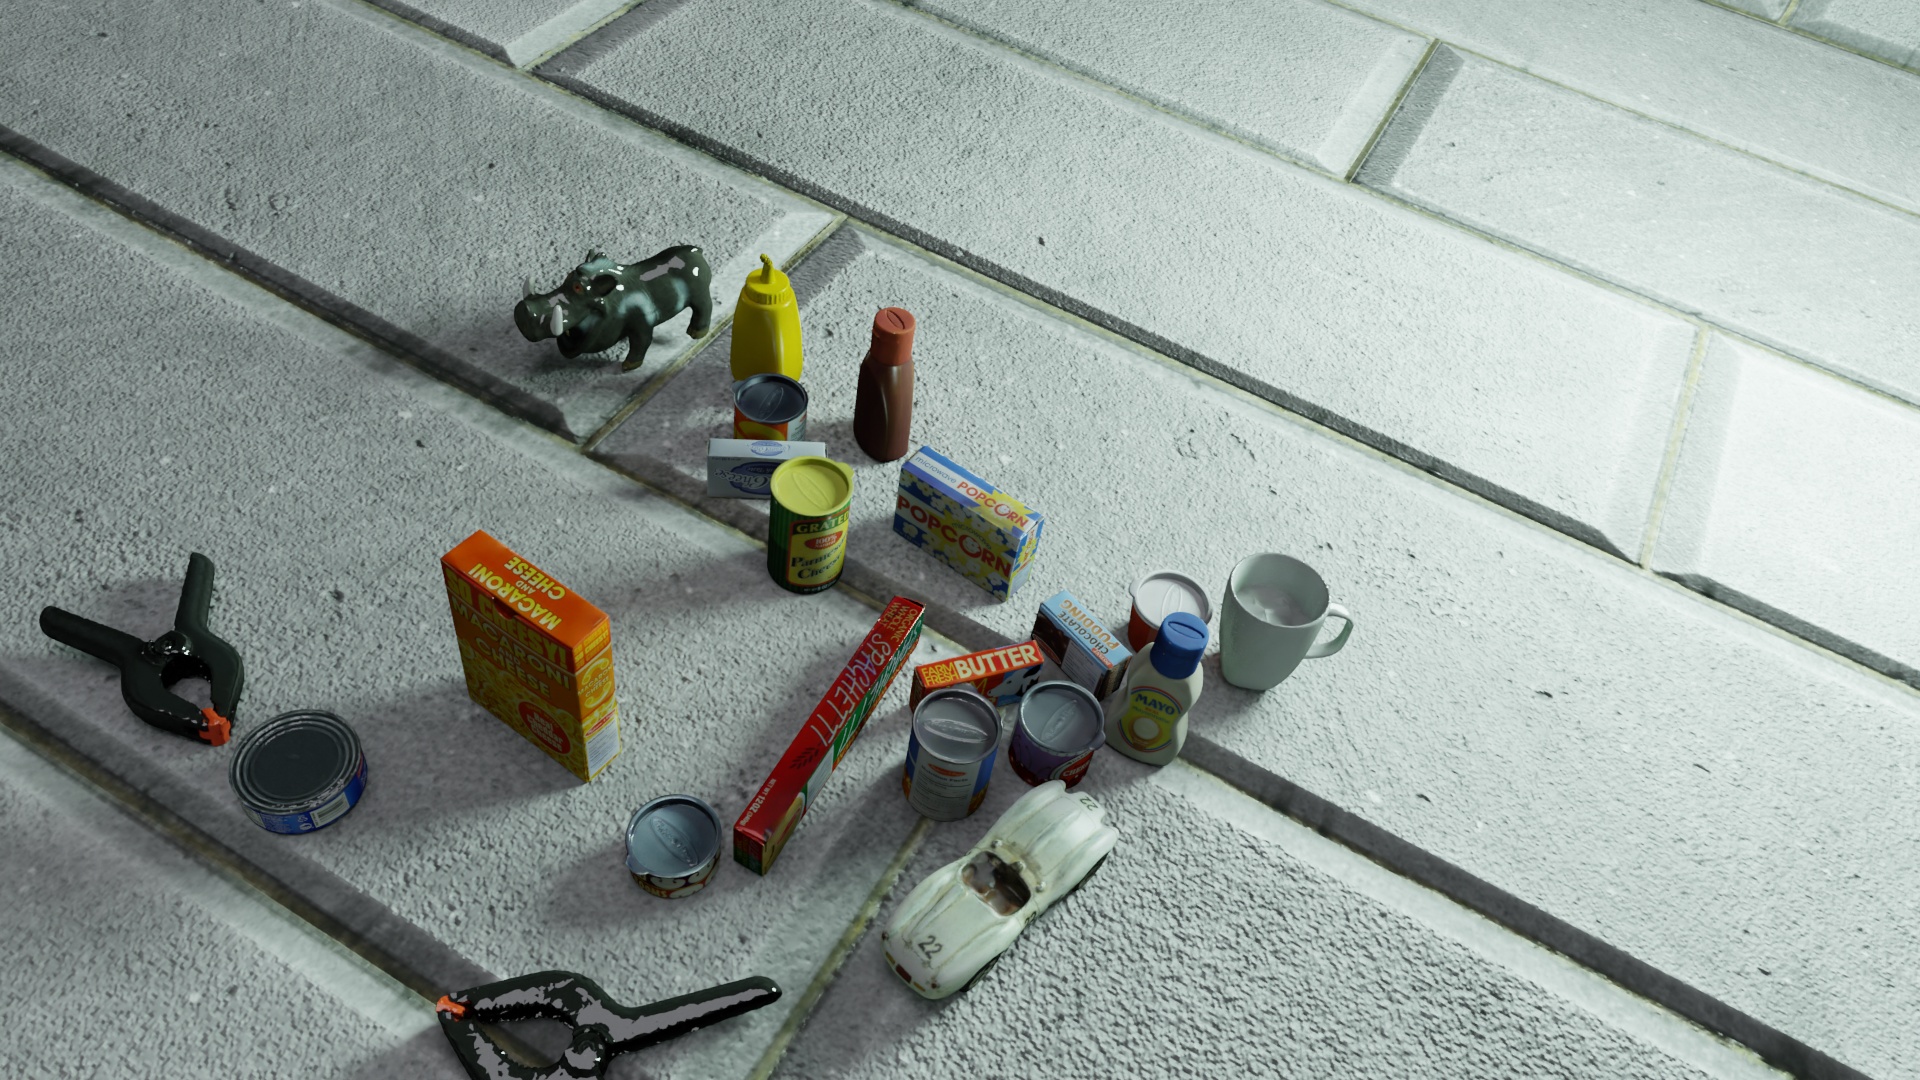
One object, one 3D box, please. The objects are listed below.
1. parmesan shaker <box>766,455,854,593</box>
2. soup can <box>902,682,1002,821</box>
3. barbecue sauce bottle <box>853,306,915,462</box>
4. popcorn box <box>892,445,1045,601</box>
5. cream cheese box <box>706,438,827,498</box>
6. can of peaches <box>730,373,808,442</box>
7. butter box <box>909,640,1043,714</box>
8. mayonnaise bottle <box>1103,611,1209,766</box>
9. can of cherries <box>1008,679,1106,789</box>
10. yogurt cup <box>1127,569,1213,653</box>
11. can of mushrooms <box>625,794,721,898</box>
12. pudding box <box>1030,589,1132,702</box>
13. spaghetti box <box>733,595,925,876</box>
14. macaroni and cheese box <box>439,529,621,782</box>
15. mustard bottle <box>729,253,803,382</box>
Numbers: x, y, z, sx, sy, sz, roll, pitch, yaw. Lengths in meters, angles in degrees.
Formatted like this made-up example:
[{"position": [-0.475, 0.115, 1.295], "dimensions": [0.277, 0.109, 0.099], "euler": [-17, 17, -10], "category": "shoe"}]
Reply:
[{"position": [-0.123, -0.012, 1.152], "dimensions": [0.071, 0.102, 0.072], "euler": [5, 48, -6], "category": "parmesan shaker"}, {"position": [-0.006, 0.158, 1.034], "dimensions": [0.071, 0.083, 0.072], "euler": [5, 48, -6], "category": "soup can"}, {"position": [-0.066, -0.141, 1.245], "dimensions": [0.044, 0.147, 0.065], "euler": [-20, 55, -25], "category": "barbecue sauce bottle"}, {"position": [0.004, -0.015, 1.188], "dimensions": [0.127, 0.084, 0.038], "euler": [32, 51, 18], "category": "popcorn box"}, {"position": [-0.170, -0.062, 1.221], "dimensions": [0.104, 0.053, 0.024], "euler": [1, 49, -9], "category": "cream cheese box"}, {"position": [-0.175, -0.110, 1.259], "dimensions": [0.071, 0.057, 0.071], "euler": [5, 48, -6], "category": "can of peaches"}, {"position": [0.012, 0.112, 1.098], "dimensions": [0.104, 0.052, 0.024], "euler": [-11, 52, -19], "category": "butter box"}, {"position": [0.153, 0.113, 1.059], "dimensions": [0.065, 0.147, 0.041], "euler": [22, 49, 9], "category": "mayonnaise bottle"}, {"position": [0.074, 0.152, 1.070], "dimensions": [0.071, 0.058, 0.072], "euler": [5, 48, -6], "category": "can of cherries"}, {"position": [0.173, 0.066, 1.166], "dimensions": [0.072, 0.053, 0.073], "euler": [5, 48, -6], "category": "yogurt cup"}, {"position": [-0.204, 0.217, 0.981], "dimensions": [0.071, 0.033, 0.071], "euler": [5, 48, -6], "category": "can of mushrooms"}, {"position": [0.098, 0.086, 1.139], "dimensions": [0.030, 0.049, 0.084], "euler": [-29, 59, -30], "category": "pudding box"}, {"position": [-0.095, 0.141, 1.056], "dimensions": [0.029, 0.049, 0.251], "euler": [24, 49, 12], "category": "spaghetti box"}, {"position": [-0.304, 0.086, 0.991], "dimensions": [0.124, 0.165, 0.040], "euler": [31, 51, 17], "category": "macaroni and cheese box"}, {"position": [-0.176, -0.198, 1.269], "dimensions": [0.065, 0.159, 0.049], "euler": [25, 50, 12], "category": "mustard bottle"}]
